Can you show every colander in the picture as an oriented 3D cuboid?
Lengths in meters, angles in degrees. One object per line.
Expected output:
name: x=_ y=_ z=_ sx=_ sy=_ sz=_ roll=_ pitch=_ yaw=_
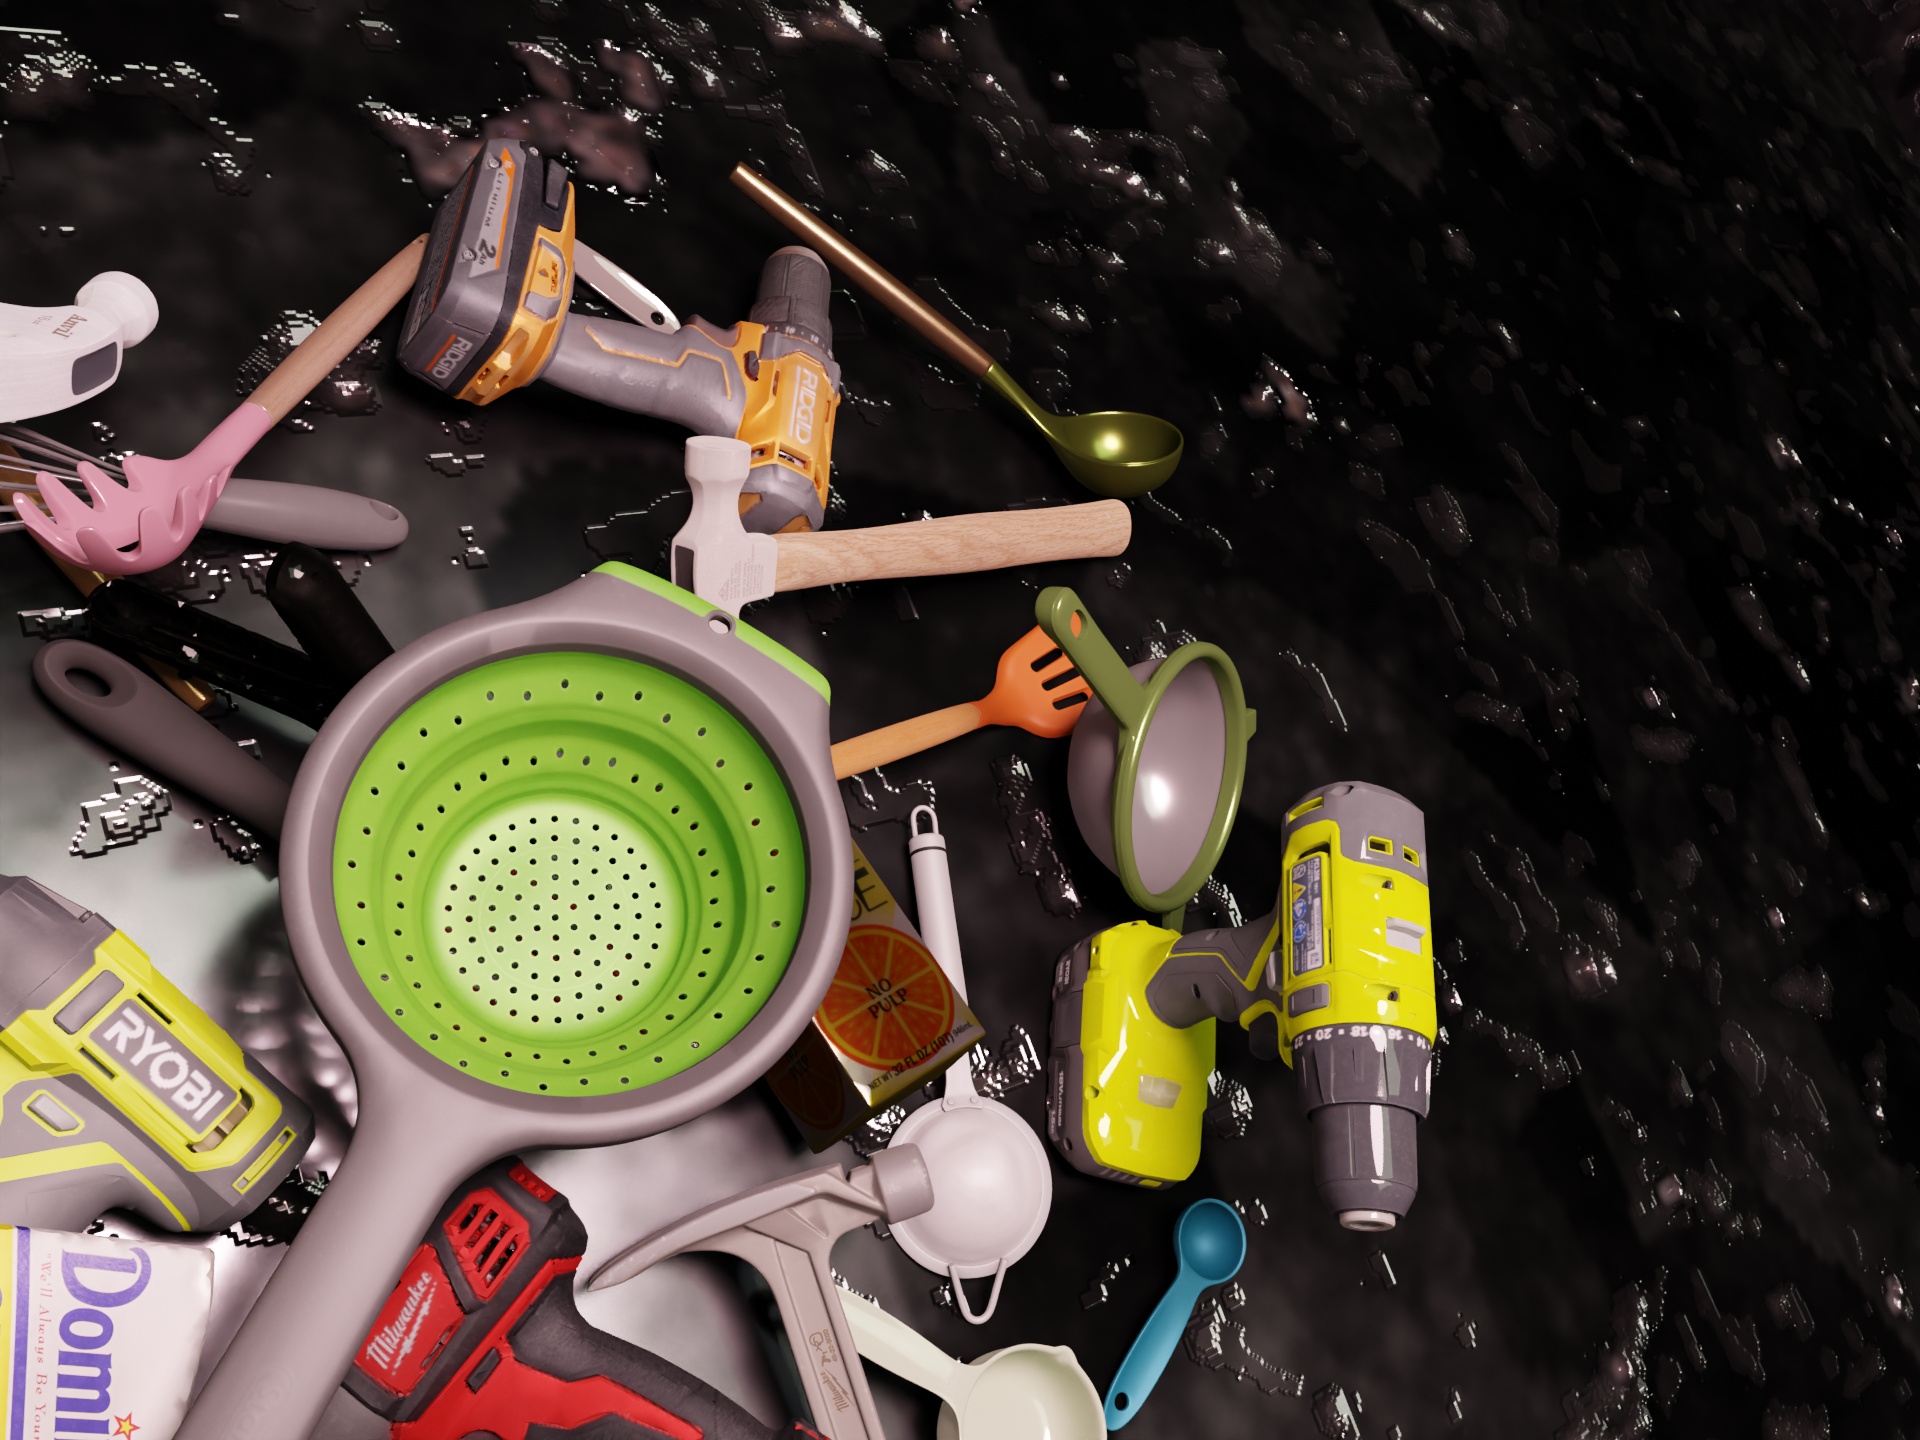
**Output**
colander: x=-0.182 y=0.129 z=0.574 sx=0.204 sy=0.094 sz=0.397 roll=30 pitch=61 yaw=-7

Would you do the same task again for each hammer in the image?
hammer: x=-0.018 y=-0.093 z=0.876 sx=0.331 sy=0.031 sz=0.130 roll=-12 pitch=116 yaw=-45
hammer: x=-0.496 y=-0.173 z=0.594 sx=0.331 sy=0.033 sz=0.128 roll=11 pitch=31 yaw=-13
hammer: x=-0.032 y=0.370 z=0.658 sx=0.149 sy=0.036 sz=0.359 roll=-18 pitch=83 yaw=-12

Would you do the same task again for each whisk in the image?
whisk: x=-0.259 y=0.056 z=0.670 sx=0.296 sy=0.073 sz=0.073 roll=35 pitch=54 yaw=-5
whisk: x=-0.345 y=-0.095 z=0.671 sx=0.238 sy=0.055 sz=0.055 roll=3 pitch=66 yaw=-47

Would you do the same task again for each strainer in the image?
strainer: x=0.077 y=0.002 z=0.846 sx=0.256 sy=0.069 sz=0.151 roll=48 pitch=59 yaw=-50
strainer: x=-0.004 y=0.161 z=0.790 sx=0.087 sy=0.050 sz=0.259 roll=-1 pitch=64 yaw=-17

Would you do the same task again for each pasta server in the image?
pasta server: x=-0.300 y=-0.154 z=0.704 sx=0.060 sy=0.040 sz=0.316 roll=6 pitch=40 yaw=7

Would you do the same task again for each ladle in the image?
ladle: x=-0.424 y=-0.127 z=0.670 sx=0.315 sy=0.031 sz=0.069 roll=50 pitch=53 yaw=-4
ladle: x=0.003 y=-0.236 z=0.951 sx=0.320 sy=0.062 sz=0.078 roll=34 pitch=29 yaw=-20

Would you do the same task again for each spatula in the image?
spatula: x=-0.001 y=-0.003 z=0.832 sx=0.322 sy=0.041 sz=0.081 roll=-20 pitch=79 yaw=-59

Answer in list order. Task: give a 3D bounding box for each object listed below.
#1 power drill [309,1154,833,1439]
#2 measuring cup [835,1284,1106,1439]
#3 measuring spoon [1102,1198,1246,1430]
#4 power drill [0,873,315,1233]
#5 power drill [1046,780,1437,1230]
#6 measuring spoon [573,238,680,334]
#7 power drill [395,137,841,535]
power drill: x=-0.146 y=0.282 z=0.600 sx=0.219 sy=0.078 sz=0.143 roll=39 pitch=76 yaw=2
measuring cup: x=-0.011 y=0.301 z=0.721 sx=0.167 sy=0.038 sz=0.083 roll=35 pitch=55 yaw=-8
measuring spoon: x=0.102 y=0.301 z=0.808 sx=0.042 sy=0.021 sz=0.129 roll=43 pitch=61 yaw=-9
power drill: x=-0.357 y=0.165 z=0.532 sx=0.171 sy=0.080 sz=0.223 roll=50 pitch=49 yaw=-16
power drill: x=0.134 y=0.153 z=0.758 sx=0.080 sy=0.228 sz=0.191 roll=19 pitch=59 yaw=-24
measuring spoon: x=-0.208 y=-0.248 z=0.873 sx=0.124 sy=0.018 sz=0.034 roll=34 pitch=62 yaw=-23
power drill: x=-0.161 y=-0.212 z=0.836 sx=0.226 sy=0.084 sz=0.185 roll=23 pitch=57 yaw=-32
